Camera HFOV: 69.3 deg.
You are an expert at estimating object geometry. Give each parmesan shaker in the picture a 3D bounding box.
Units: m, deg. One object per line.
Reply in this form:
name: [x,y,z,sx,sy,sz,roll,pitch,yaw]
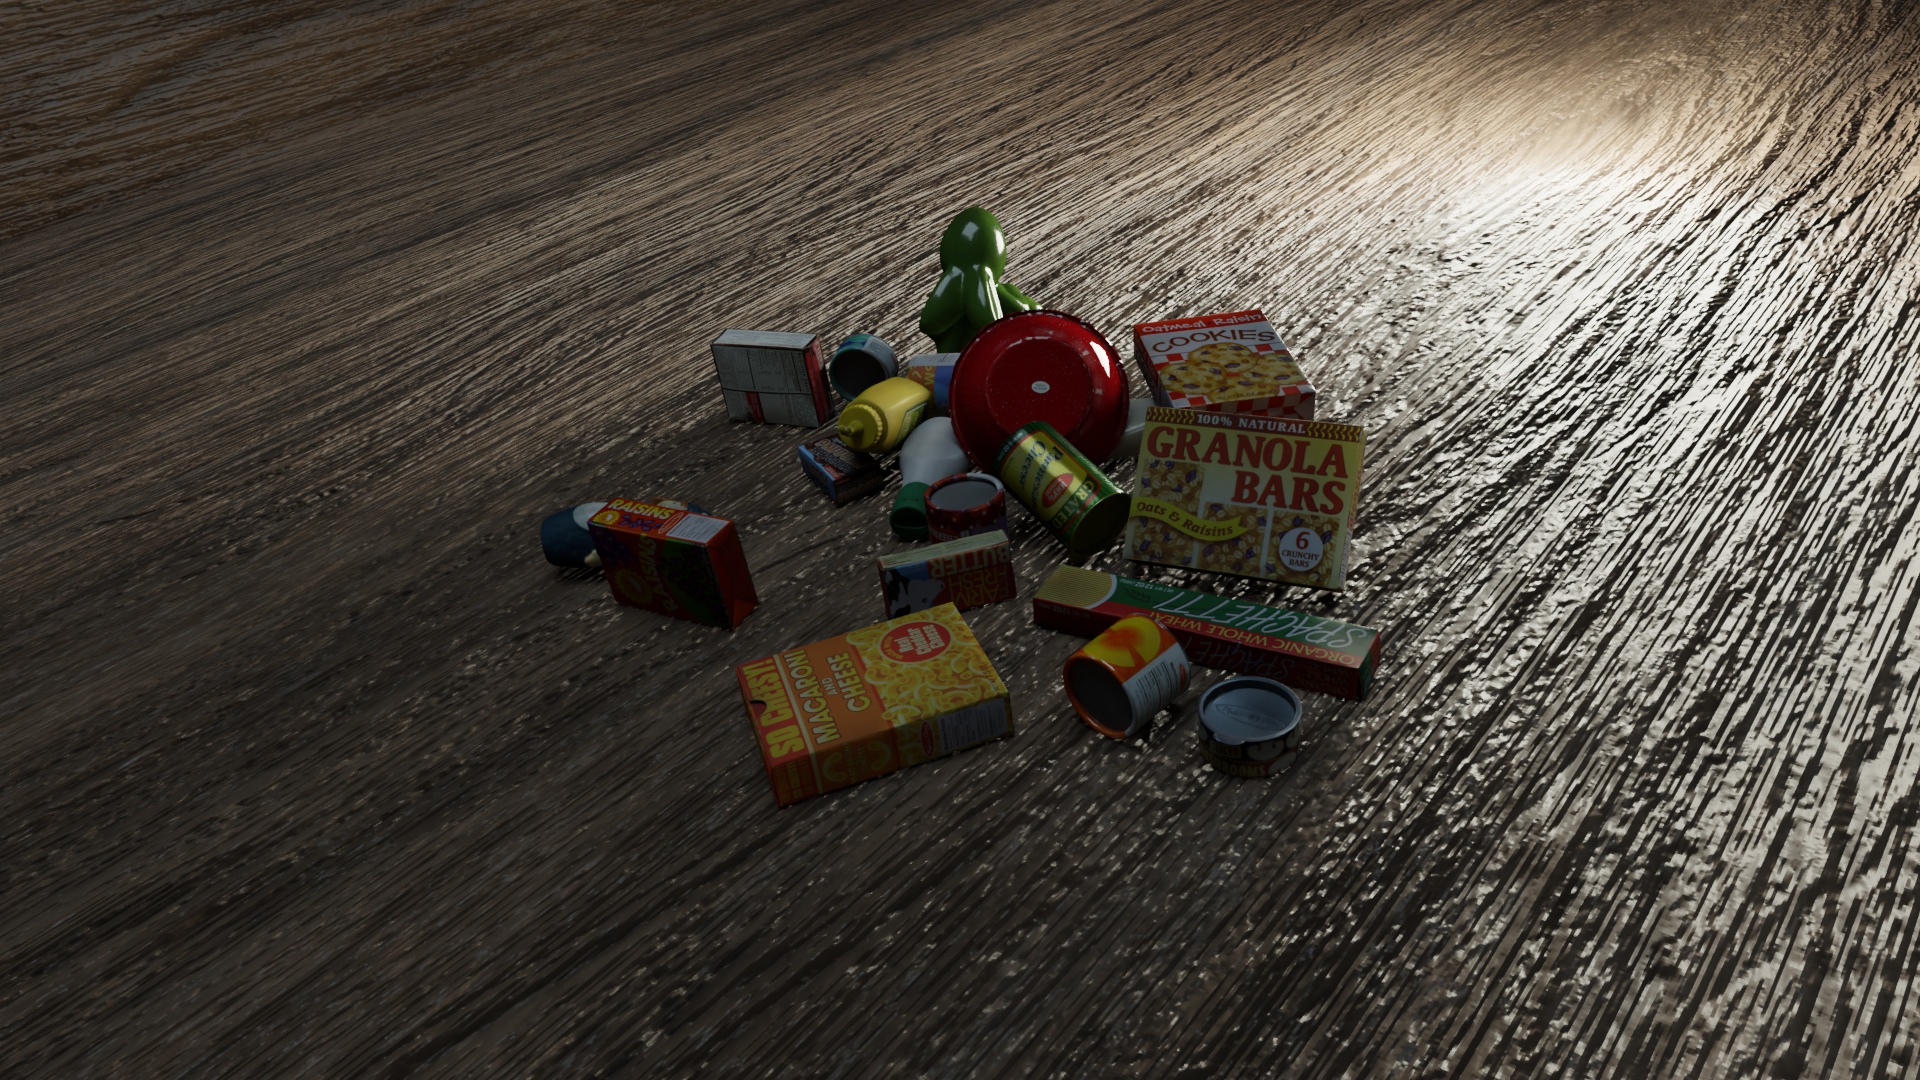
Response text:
parmesan shaker: [0.079,-0.040,1.128,0.071,0.071,0.103,-27,55,-28]

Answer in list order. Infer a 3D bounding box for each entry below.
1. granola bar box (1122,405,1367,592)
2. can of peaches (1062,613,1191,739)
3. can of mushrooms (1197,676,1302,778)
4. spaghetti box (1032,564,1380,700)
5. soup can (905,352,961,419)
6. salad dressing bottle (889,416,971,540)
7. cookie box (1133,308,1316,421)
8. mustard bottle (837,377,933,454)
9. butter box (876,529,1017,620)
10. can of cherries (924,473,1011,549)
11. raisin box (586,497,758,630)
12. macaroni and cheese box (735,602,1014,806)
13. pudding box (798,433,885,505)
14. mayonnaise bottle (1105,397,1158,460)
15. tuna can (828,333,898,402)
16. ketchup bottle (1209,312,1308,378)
granola bar box: [0.217,-0.033,1.062,0.165,0.124,0.039,8,-4,24]
can of peaches: [0.110,0.091,0.935,0.071,0.071,0.058,23,44,40]
can of mushrooms: [0.186,0.122,0.899,0.071,0.033,0.071,-5,32,3]
spaghetti box: [0.173,0.063,1.001,0.250,0.028,0.050,12,37,29]
soup can: [-0.003,-0.145,1.340,0.084,0.071,0.072,1,32,22]
salad dressing bottle: [-0.029,-0.055,1.222,0.064,0.043,0.148,4,34,11]
cookie box: [0.232,-0.149,1.244,0.123,0.040,0.168,-7,34,-3]
mustard bottle: [-0.073,-0.107,1.251,0.049,0.065,0.161,25,21,13]
butter box: [-0.010,0.029,1.073,0.104,0.053,0.024,-13,29,-9]
can of cherries: [0.004,-0.014,1.134,0.071,0.058,0.072,-5,31,3]
raisin box: [-0.230,0.018,1.106,0.123,0.085,0.040,11,41,27]
macaroni and cheese box: [-0.062,0.109,0.966,0.167,0.040,0.124,-15,32,-13]
pudding box: [-0.109,-0.066,1.269,0.050,0.030,0.084,-21,34,-20]
mayonnaise bottle: [0.194,-0.108,1.261,0.148,0.041,0.065,-7,33,-2]
tuna can: [-0.100,-0.172,1.406,0.071,0.070,0.033,1,34,14]
ketchup bottle: [0.282,-0.177,1.350,0.065,0.043,0.149,-18,33,-14]
